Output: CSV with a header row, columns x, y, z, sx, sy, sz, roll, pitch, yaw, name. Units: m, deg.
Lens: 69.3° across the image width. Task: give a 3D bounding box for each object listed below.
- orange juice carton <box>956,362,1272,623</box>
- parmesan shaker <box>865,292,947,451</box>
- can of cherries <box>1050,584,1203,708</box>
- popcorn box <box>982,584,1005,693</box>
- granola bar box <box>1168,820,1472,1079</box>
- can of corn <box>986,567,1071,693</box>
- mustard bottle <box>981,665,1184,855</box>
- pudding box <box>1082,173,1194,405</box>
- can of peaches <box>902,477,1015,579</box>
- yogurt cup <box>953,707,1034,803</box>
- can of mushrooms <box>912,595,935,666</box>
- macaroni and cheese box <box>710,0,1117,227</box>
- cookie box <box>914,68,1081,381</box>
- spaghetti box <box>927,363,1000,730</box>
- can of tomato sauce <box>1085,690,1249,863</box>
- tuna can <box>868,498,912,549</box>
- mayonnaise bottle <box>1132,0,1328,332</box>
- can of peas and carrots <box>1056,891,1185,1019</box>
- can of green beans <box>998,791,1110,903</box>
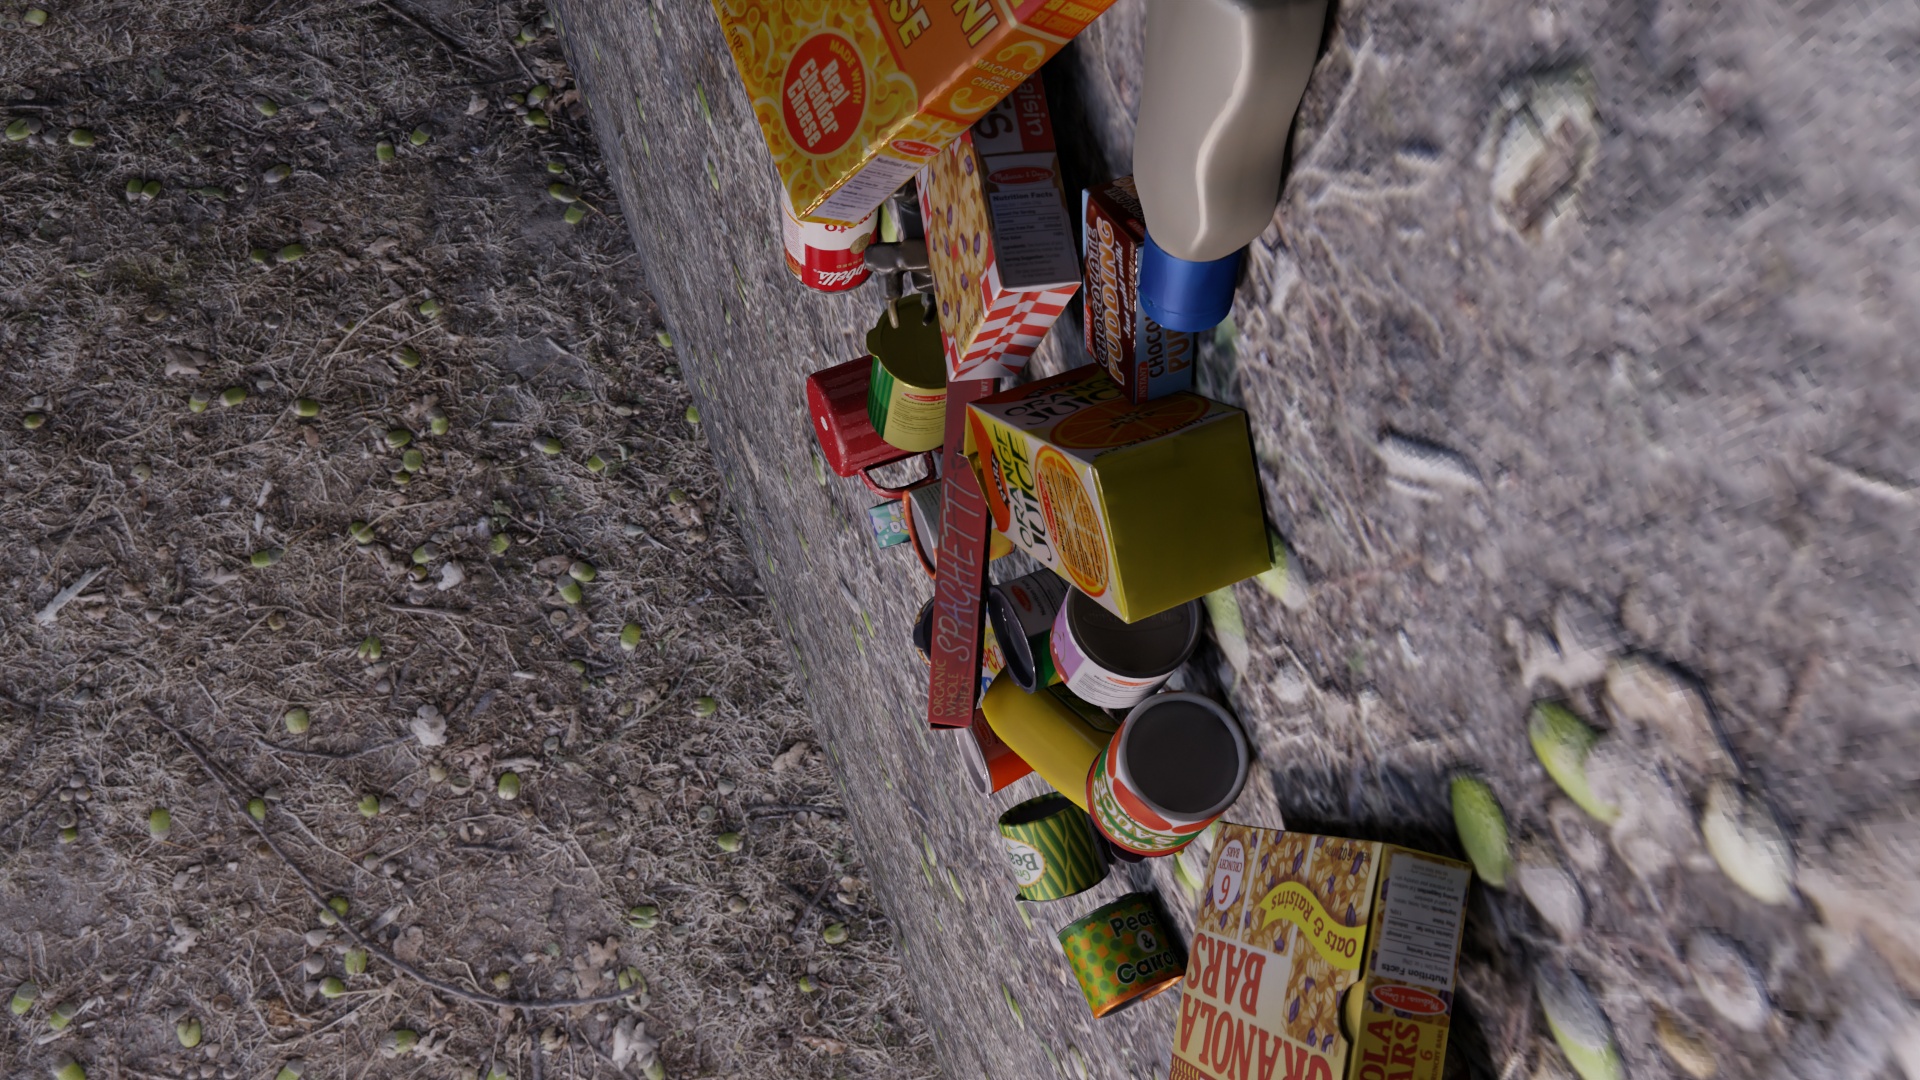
x,y,z,sx,sy,sz,roll,pitch,yaw,name
0.060,-0.033,0.648,0.193,0.072,0.072,-142,36,-66,orange juice carton
-0.028,-0.107,0.897,0.102,0.071,0.071,111,137,-70,parmesan shaker
0.081,0.042,0.689,0.058,0.071,0.071,103,145,-67,can of cherries
0.039,0.074,0.953,0.126,0.038,0.085,168,81,-76,popcorn box
0.140,0.184,0.572,0.165,0.039,0.124,141,143,-76,granola bar box
0.055,0.050,0.811,0.071,0.058,0.071,162,89,-76,can of corn
0.080,0.130,0.819,0.160,0.065,0.048,39,105,40,mustard bottle
0.074,-0.105,0.581,0.083,0.030,0.050,85,162,-45,pudding box
-0.002,-0.011,0.953,0.071,0.058,0.071,162,89,-76,can of peaches
0.031,0.156,1.062,0.072,0.054,0.072,162,89,-76,yogurt cup
-0.003,0.069,1.042,0.033,0.071,0.071,158,93,-78,can of mushrooms
-0.026,-0.230,0.587,0.166,0.040,0.124,-31,75,37,macaroni and cheese box
0.009,-0.175,0.657,0.122,0.040,0.167,129,133,-73,cookie box
0.003,-0.010,0.817,0.050,0.029,0.249,-68,-18,-72,spaghetti box
0.102,0.120,0.700,0.082,0.071,0.071,103,145,-65,can of tomato sauce
-0.035,-0.018,1.053,0.071,0.071,0.033,180,72,-76,tuna can
0.086,-0.135,0.476,0.147,0.041,0.065,88,158,-55,mayonnaise bottle
0.106,0.269,0.903,0.070,0.071,0.059,97,150,-61,can of peas and carrots
0.066,0.215,0.981,0.071,0.071,0.057,176,76,-76,can of green beans
